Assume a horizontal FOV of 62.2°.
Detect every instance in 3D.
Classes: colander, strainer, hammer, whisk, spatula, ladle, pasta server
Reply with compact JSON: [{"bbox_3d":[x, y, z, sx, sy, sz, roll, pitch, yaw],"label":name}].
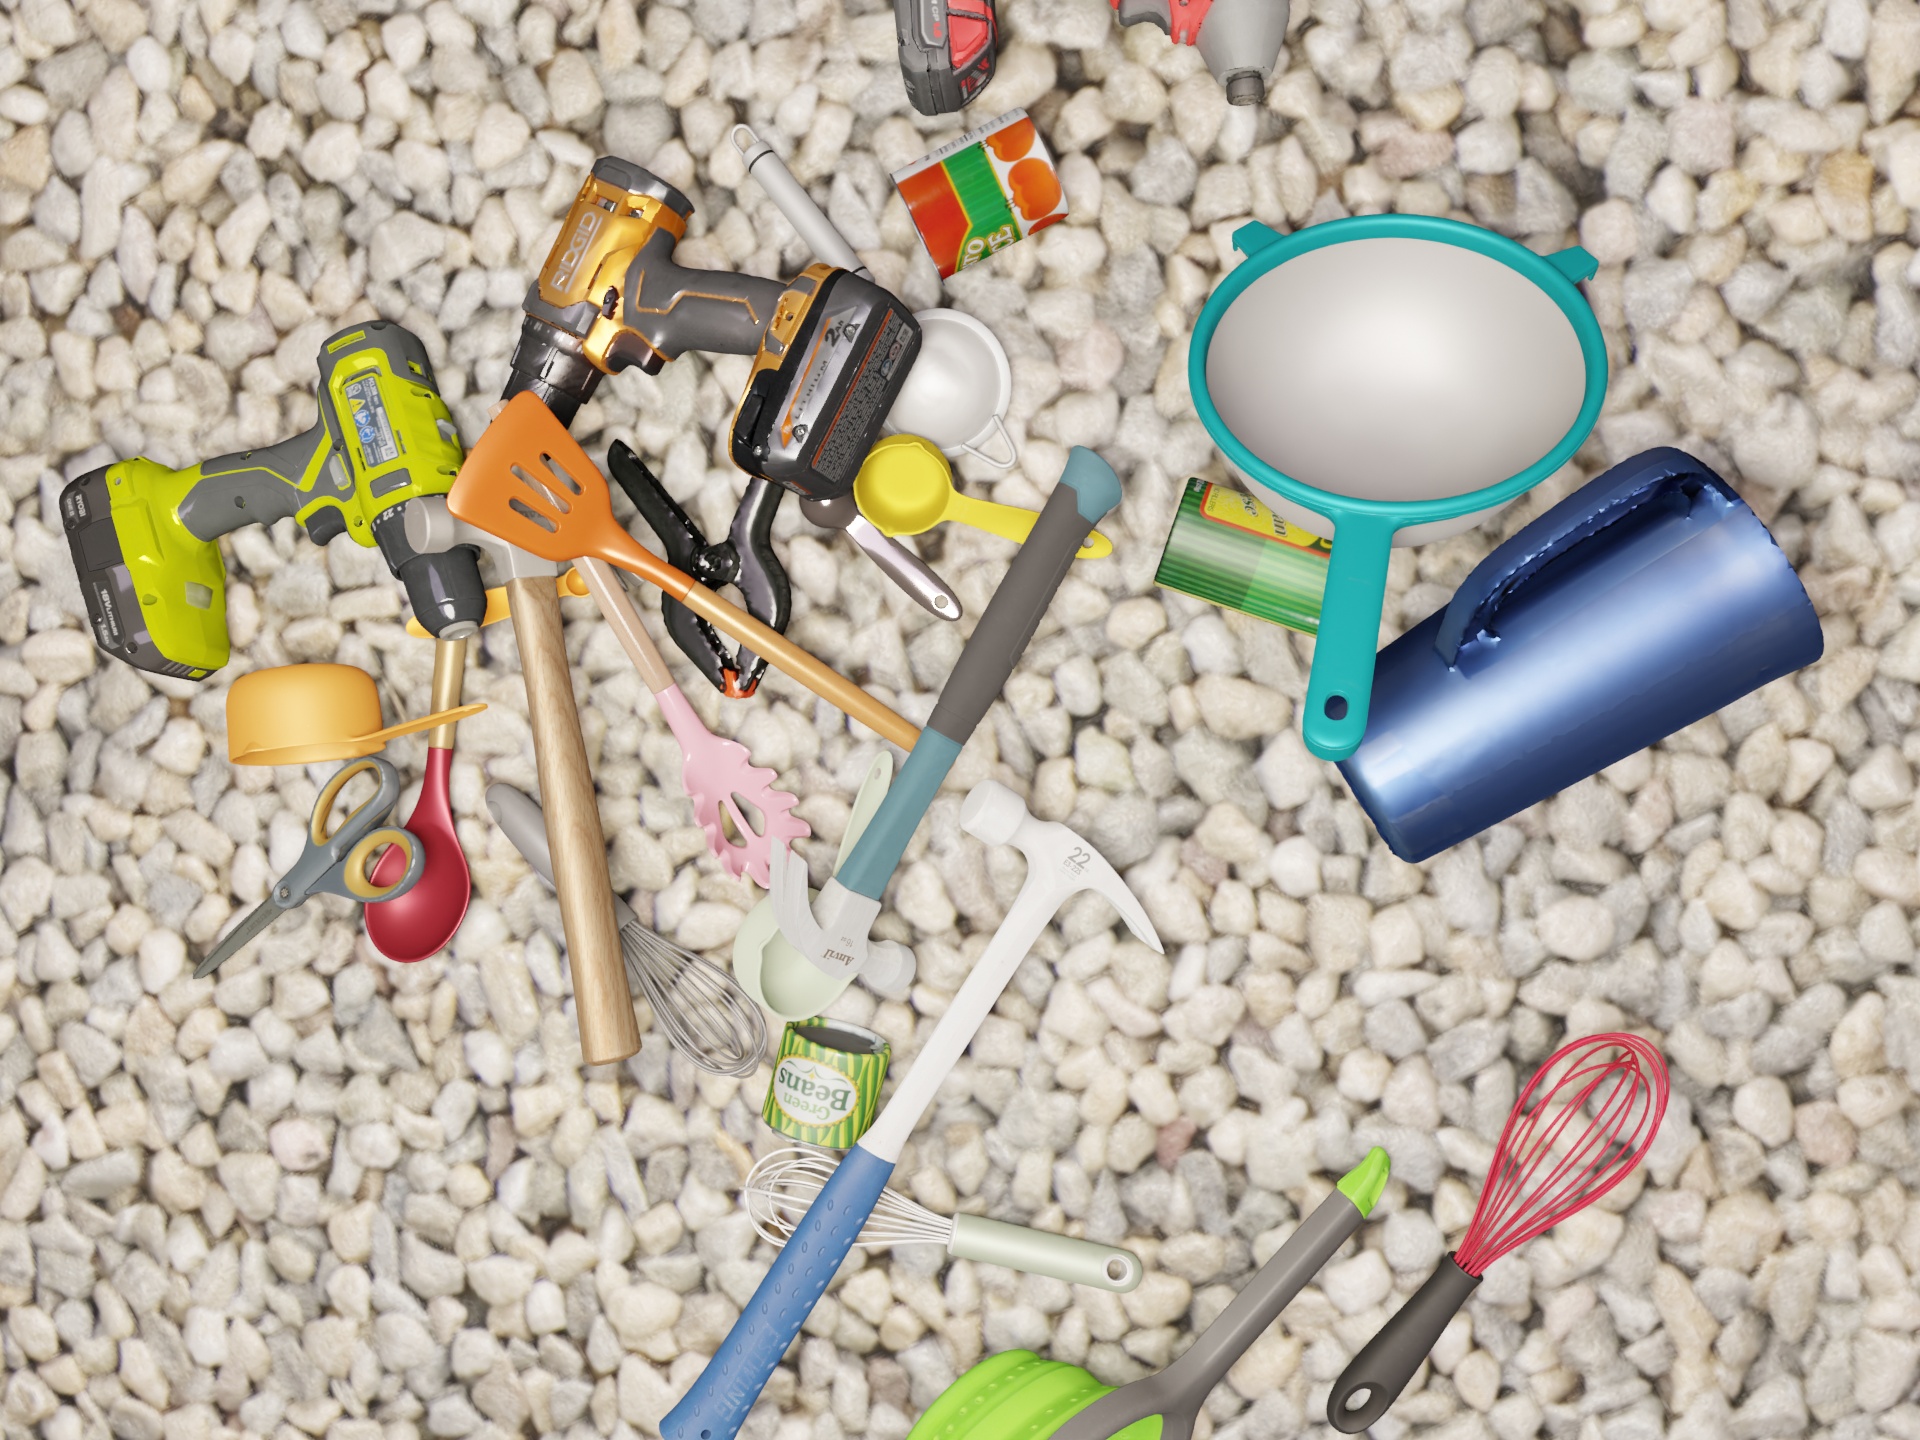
[{"bbox_3d":[0.087,0.374,0.916,0.397,0.204,0.095,-45,53,-9],"label":"colander"},{"bbox_3d":[-0.056,-0.248,0.929,0.087,0.050,0.258,-40,85,21],"label":"strainer"},{"bbox_3d":[0.213,-0.112,0.827,0.211,0.095,0.341,9,62,13],"label":"strainer"},{"bbox_3d":[-0.036,0.239,0.901,0.144,0.035,0.405,34,87,-18],"label":"hammer"},{"bbox_3d":[-0.204,0.124,0.960,0.239,0.055,0.055,45,97,6],"label":"whisk"},{"bbox_3d":[-0.132,-0.060,0.901,0.322,0.041,0.081,34,77,-14],"label":"spatula"},{"bbox_3d":[-0.318,-0.009,0.975,0.069,0.031,0.315,7,92,11],"label":"ladle"},{"bbox_3d":[-0.001,-0.003,0.904,0.033,0.128,0.331,31,92,45],"label":"hammer"},{"bbox_3d":[-0.183,-0.042,0.920,0.060,0.040,0.316,-33,105,-19],"label":"pasta server"},{"bbox_3d":[-0.012,0.305,0.949,0.246,0.059,0.058,13,72,1],"label":"whisk"},{"bbox_3d":[-0.226,0.031,0.916,0.031,0.130,0.331,-11,89,47],"label":"hammer"},{"bbox_3d":[0.300,0.297,0.910,0.073,0.073,0.296,34,103,3],"label":"whisk"}]

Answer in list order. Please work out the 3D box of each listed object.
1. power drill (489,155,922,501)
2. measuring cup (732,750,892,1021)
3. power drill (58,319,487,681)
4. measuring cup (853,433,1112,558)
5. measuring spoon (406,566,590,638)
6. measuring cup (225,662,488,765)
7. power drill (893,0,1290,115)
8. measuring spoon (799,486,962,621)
[{"bbox_3d":[-0.157,-0.200,0.900,0.226,0.084,0.185,28,92,21],"label":"power drill"},{"bbox_3d":[-0.083,0.093,0.937,0.038,0.083,0.167,19,87,44],"label":"measuring cup"},{"bbox_3d":[-0.396,-0.109,0.943,0.228,0.080,0.191,-21,81,6],"label":"power drill"},{"bbox_3d":[0.014,-0.126,0.934,0.156,0.029,0.062,15,121,-8],"label":"measuring cup"},{"bbox_3d":[-0.277,-0.070,0.963,0.117,0.011,0.021,-16,89,-6],"label":"measuring spoon"},{"bbox_3d":[-0.354,-0.013,0.938,0.173,0.095,0.052,-12,83,20],"label":"measuring cup"},{"bbox_3d":[0.074,-0.408,0.889,0.219,0.078,0.143,-5,93,4],"label":"power drill"},{"bbox_3d":[-0.047,-0.102,0.944,0.124,0.018,0.034,42,96,2],"label":"measuring spoon"}]
